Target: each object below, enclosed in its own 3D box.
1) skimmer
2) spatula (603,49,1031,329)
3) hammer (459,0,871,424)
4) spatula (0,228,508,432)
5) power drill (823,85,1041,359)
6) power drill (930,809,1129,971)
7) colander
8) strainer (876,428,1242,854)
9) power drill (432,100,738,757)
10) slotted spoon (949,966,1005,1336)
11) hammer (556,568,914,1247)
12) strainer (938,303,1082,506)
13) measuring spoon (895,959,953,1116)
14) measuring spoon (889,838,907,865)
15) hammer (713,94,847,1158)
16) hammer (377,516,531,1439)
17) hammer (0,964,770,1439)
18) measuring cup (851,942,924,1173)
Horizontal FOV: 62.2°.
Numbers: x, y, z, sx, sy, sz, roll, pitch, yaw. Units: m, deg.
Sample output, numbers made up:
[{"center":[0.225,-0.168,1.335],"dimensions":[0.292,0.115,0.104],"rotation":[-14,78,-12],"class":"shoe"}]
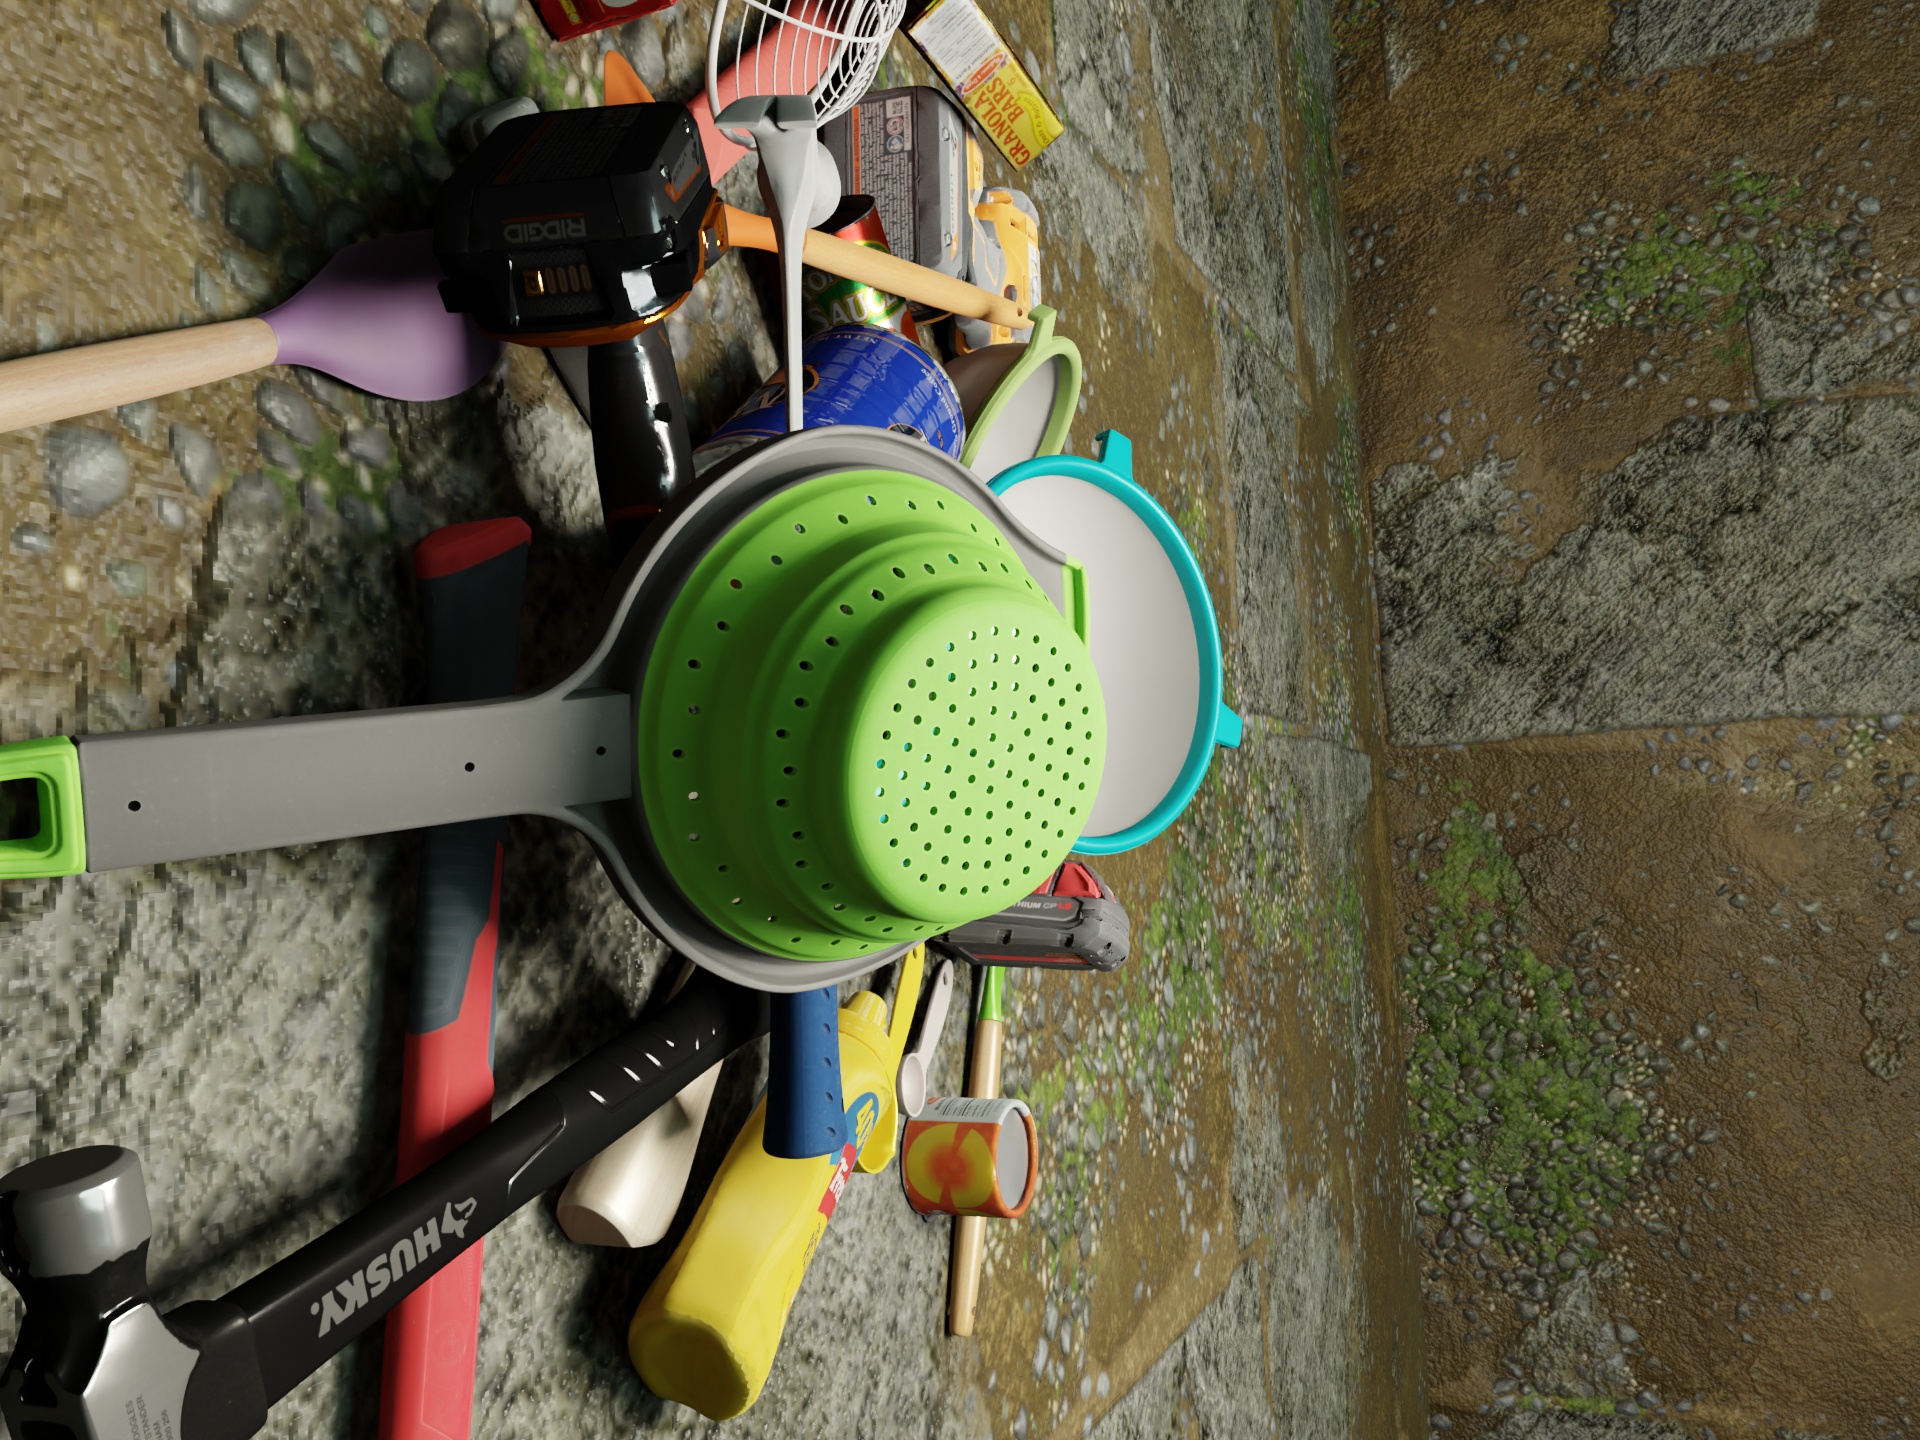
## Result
[{"center":[-0.160,-0.321,0.562],"dimensions":[0.363,0.090,0.127],"rotation":[16,107,-40],"class":"skimmer"},{"center":[-0.055,-0.222,0.751],"dimensions":[0.322,0.041,0.081],"rotation":[-1,87,-53],"class":"spatula"},{"center":[-0.112,-0.278,0.767],"dimensions":[0.359,0.037,0.149],"rotation":[-66,144,-47],"class":"hammer"},{"center":[-0.231,-0.109,0.485],"dimensions":[0.316,0.018,0.059],"rotation":[-46,128,-61],"class":"spatula"},{"center":[-0.004,-0.255,0.962],"dimensions":[0.226,0.084,0.185],"rotation":[12,76,-70],"class":"power drill"},{"center":[0.054,0.034,0.956],"dimensions":[0.078,0.143,0.220],"rotation":[48,45,-63],"class":"power drill"},{"center":[-0.084,0.013,0.492],"dimensions":[0.397,0.095,0.204],"rotation":[-7,105,-37],"class":"colander"},{"center":[-0.001,-0.003,0.823],"dimensions":[0.340,0.095,0.211],"rotation":[-34,106,-38],"class":"strainer"},{"center":[-0.120,-0.091,0.581],"dimensions":[0.164,0.084,0.226],"rotation":[-92,177,-56],"class":"power drill"},{"center":[0.017,0.212,0.979],"dimensions":[0.070,0.031,0.314],"rotation":[45,47,-58],"class":"slotted spoon"},{"center":[-0.089,0.059,0.755],"dimensions":[0.411,0.038,0.146],"rotation":[-66,142,-47],"class":"hammer"},{"center":[0.014,-0.155,0.950],"dimensions":[0.151,0.069,0.256],"rotation":[-60,167,3],"class":"strainer"},{"center":[-0.024,0.179,0.914],"dimensions":[0.124,0.018,0.034],"rotation":[-68,146,-58],"class":"measuring spoon"},{"center":[-0.028,0.046,0.912],"dimensions":[0.042,0.021,0.129],"rotation":[59,35,-45],"class":"measuring spoon"},{"center":[-0.064,-0.034,0.613],"dimensions":[0.144,0.035,0.405],"rotation":[-100,-170,-86],"class":"hammer"},{"center":[-0.169,0.119,0.559],"dimensions":[0.143,0.038,0.386],"rotation":[26,62,-64],"class":"hammer"},{"center":[-0.145,0.149,0.514],"dimensions":[0.335,0.035,0.146],"rotation":[-27,110,-67],"class":"hammer"},{"center":[-0.047,0.171,0.847],"dimensions":[0.157,0.029,0.062],"rotation":[-74,149,-50],"class":"measuring cup"}]
